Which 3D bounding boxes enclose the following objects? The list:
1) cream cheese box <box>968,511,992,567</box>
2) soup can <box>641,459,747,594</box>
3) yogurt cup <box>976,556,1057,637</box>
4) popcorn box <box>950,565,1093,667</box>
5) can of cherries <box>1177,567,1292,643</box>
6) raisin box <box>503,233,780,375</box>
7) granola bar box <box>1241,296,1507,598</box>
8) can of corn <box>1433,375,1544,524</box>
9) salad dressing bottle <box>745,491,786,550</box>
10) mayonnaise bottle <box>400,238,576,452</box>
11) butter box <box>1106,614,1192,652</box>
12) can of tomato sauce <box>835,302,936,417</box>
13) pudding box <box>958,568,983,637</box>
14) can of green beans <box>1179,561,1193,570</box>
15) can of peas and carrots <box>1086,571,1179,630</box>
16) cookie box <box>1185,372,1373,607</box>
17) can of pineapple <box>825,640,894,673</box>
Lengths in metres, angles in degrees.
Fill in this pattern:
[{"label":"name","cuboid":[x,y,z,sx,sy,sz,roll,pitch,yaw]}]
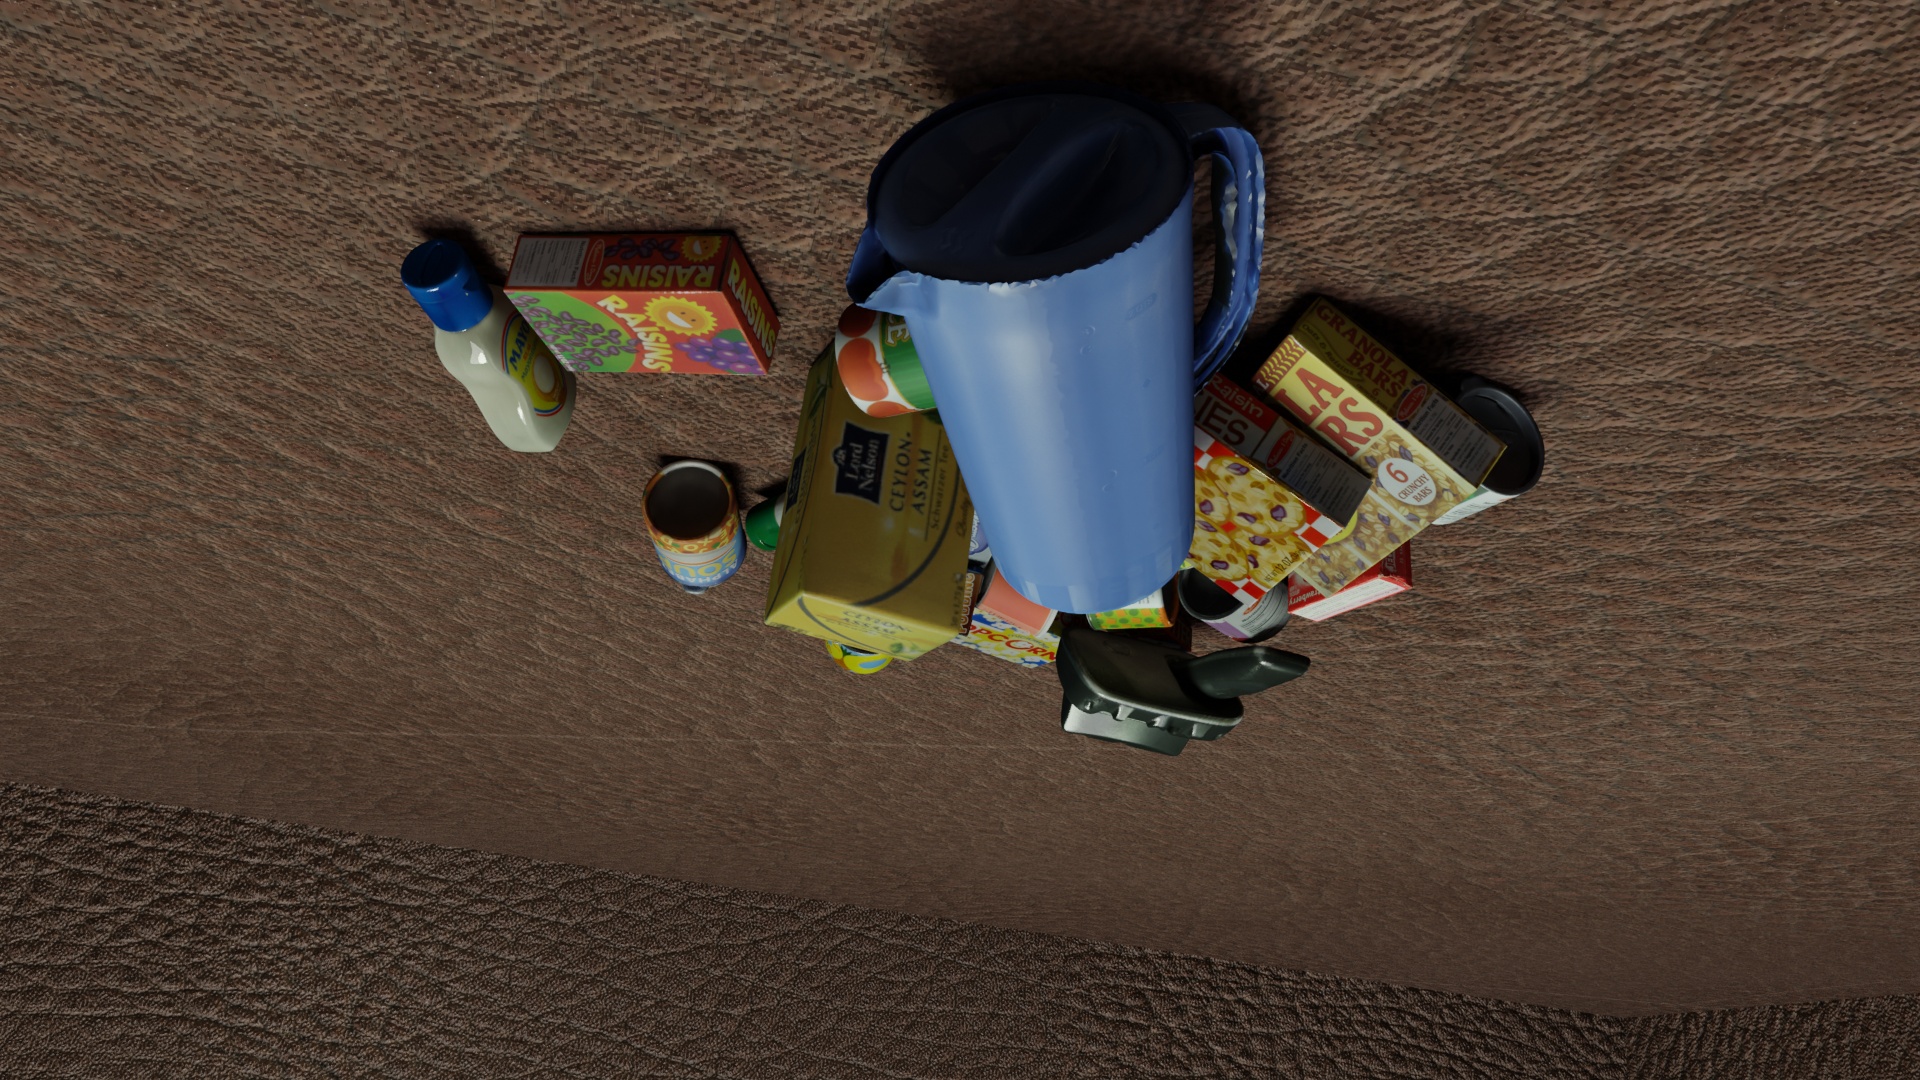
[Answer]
[{"label":"cream cheese box","cuboid":[0.004,-0.013,0.998,0.053,0.024,0.103,10,156,-8]},{"label":"soup can","cuboid":[-0.191,-0.009,0.999,0.071,0.071,0.083,7,156,0]},{"label":"yogurt cup","cuboid":[0.045,0.033,1.044,0.054,0.073,0.072,20,154,-9]},{"label":"popcorn box","cuboid":[0.036,0.064,1.146,0.127,0.038,0.085,21,152,-29]},{"label":"can of cherries","cuboid":[0.199,0.034,1.005,0.071,0.072,0.058,-14,150,39]},{"label":"raisin box","cuboid":[-0.172,-0.129,0.762,0.123,0.040,0.085,3,155,12]},{"label":"granola bar box","cuboid":[0.205,-0.047,0.778,0.124,0.039,0.165,41,155,5]},{"label":"can of corn","cuboid":[0.283,-0.050,0.788,0.071,0.071,0.058,15,158,-18]},{"label":"salad dressing bottle","cuboid":[-0.094,-0.026,0.969,0.064,0.044,0.147,24,151,-37]},{"label":"mayonnaise bottle","cuboid":[-0.269,-0.112,0.800,0.041,0.065,0.147,3,153,11]},{"label":"butter box","cuboid":[0.148,0.066,1.140,0.053,0.024,0.103,-6,153,28]},{"label":"can of tomato sauce","cuboid":[-0.016,-0.105,0.740,0.083,0.071,0.071,-8,152,32]},{"label":"pudding box","cuboid":[-0.012,0.041,1.059,0.030,0.049,0.084,15,-179,-17]},{"label":"can of green beans","cuboid":[0.131,-0.022,0.890,0.071,0.071,0.057,-12,149,37]},{"label":"can of peas and carrots","cuboid":[0.126,0.032,1.017,0.058,0.071,0.070,-4,154,21]},{"label":"cookie box","cuboid":[0.128,-0.044,0.784,0.167,0.040,0.122,36,154,4]},{"label":"can of pineapple","cuboid":[-0.081,0.073,1.162,0.071,0.071,0.057,10,156,-7]}]
